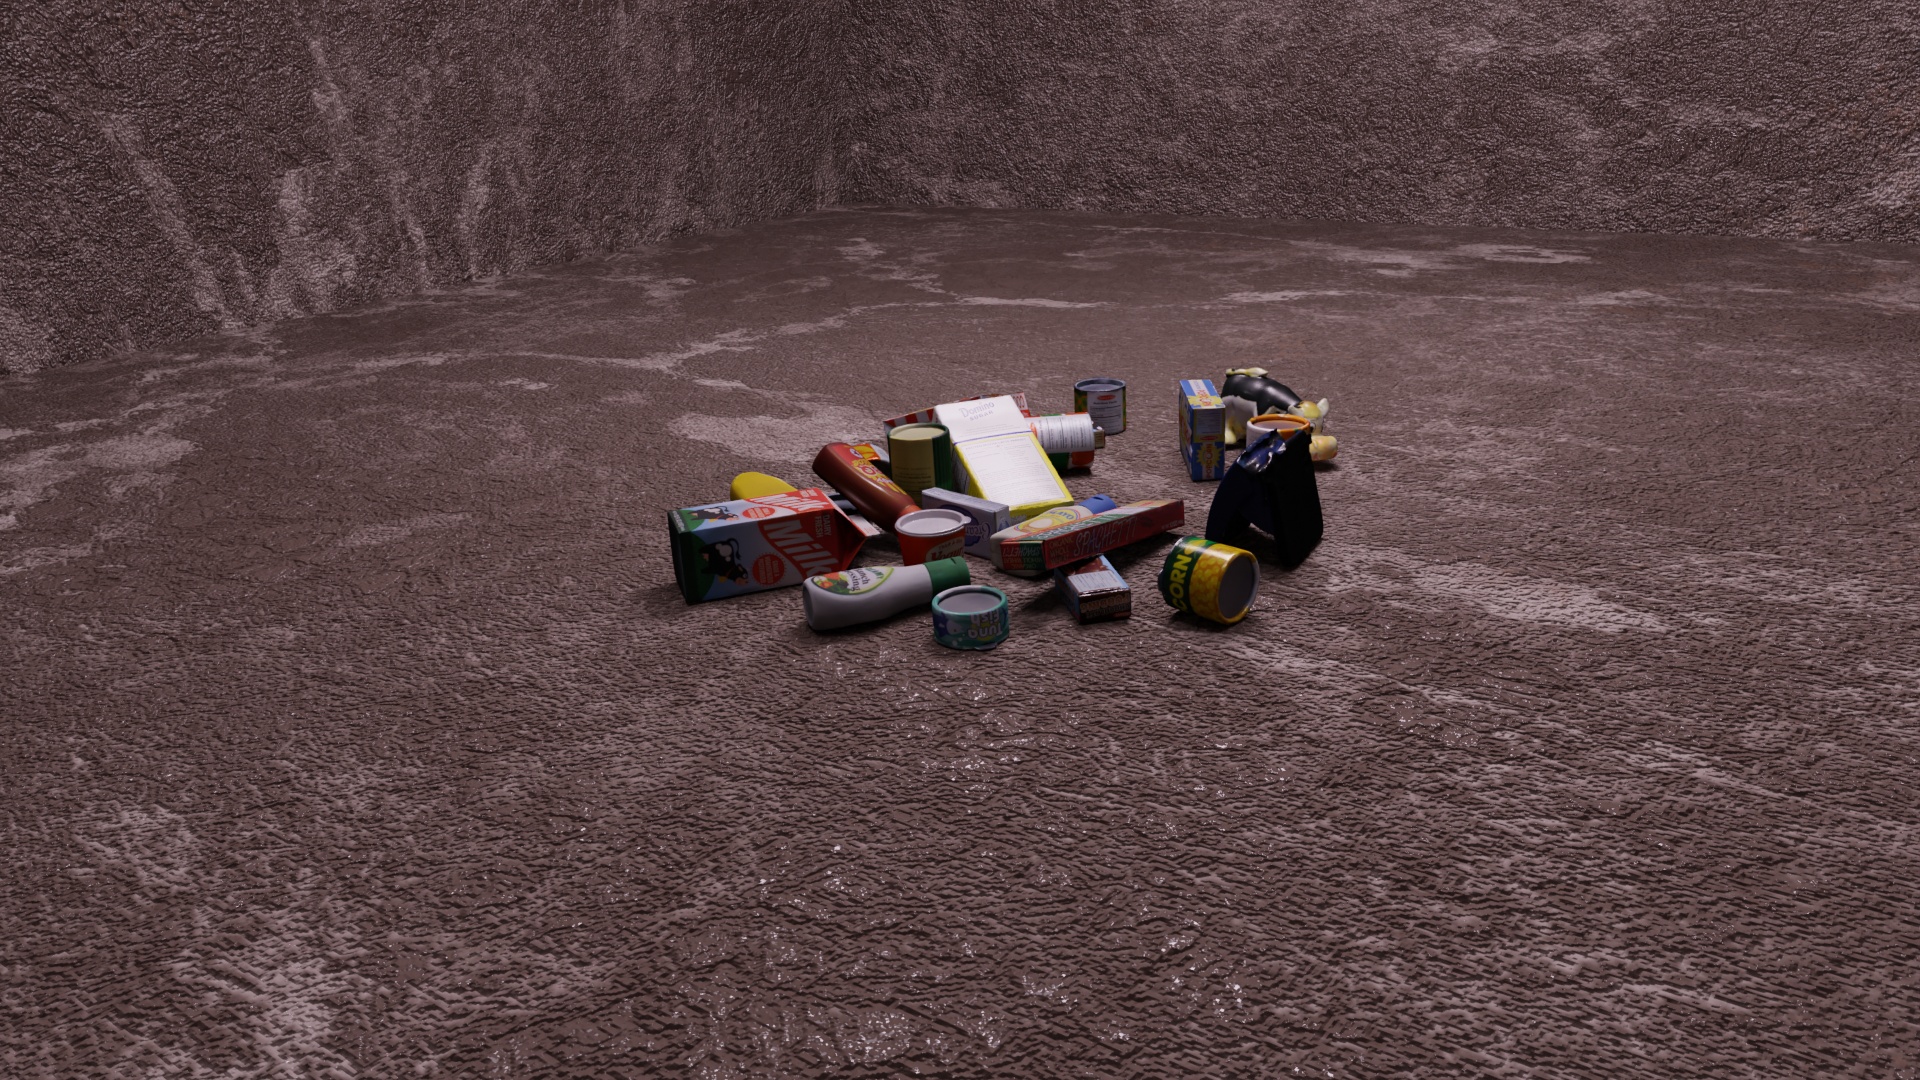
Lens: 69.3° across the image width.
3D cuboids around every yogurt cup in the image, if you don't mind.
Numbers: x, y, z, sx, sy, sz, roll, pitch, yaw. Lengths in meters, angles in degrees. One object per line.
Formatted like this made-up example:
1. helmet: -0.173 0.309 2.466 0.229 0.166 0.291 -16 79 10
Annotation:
1. yogurt cup: -0.027 0.006 1.325 0.072 0.053 0.072 -3 20 1

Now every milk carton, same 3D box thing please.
1. milk carton: -0.179 0.000 1.338 0.191 0.073 0.072 -10 21 -18

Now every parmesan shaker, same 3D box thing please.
1. parmesan shaker: -0.037 -0.065 1.445 0.071 0.102 0.071 -3 20 1

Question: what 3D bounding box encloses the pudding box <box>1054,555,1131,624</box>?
1. pudding box: 0.117 0.043 1.238 0.050 0.030 0.084 -8 21 -9

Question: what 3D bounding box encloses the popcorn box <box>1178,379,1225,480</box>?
1. popcorn box: 0.275 -0.128 1.586 0.038 0.085 0.127 -2 20 3

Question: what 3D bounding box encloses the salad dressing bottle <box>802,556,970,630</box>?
1. salad dressing bottle: -0.065 0.045 1.243 0.148 0.043 0.064 -10 23 -18

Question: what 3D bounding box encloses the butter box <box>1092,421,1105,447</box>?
1. butter box: 0.119 -0.125 1.688 0.104 0.024 0.053 -9 22 -15

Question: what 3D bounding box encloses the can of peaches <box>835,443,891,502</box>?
1. can of peaches: -0.101 -0.065 1.511 0.071 0.071 0.058 -9 22 -15

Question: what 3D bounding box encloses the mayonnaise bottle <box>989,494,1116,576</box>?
1. mayonnaise bottle: 0.097 -0.008 1.358 0.065 0.041 0.149 15 28 39

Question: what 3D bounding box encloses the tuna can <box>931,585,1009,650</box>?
1. tuna can: 0.009 0.066 1.190 0.071 0.032 0.071 -3 20 1

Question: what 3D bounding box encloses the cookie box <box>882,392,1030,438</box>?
1. cookie box: 0.000 -0.139 1.633 0.123 0.040 0.168 -13 2 20

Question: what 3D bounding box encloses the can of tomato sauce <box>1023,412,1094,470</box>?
1. can of tomato sauce: 0.108 -0.112 1.601 0.083 0.071 0.071 -5 21 -5

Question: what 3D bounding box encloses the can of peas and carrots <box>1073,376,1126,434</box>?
1. can of peas and carrots: 0.176 -0.170 1.750 0.071 0.058 0.071 -3 20 1

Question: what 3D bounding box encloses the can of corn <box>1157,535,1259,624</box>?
1. can of corn: 0.214 0.035 1.194 0.071 0.071 0.058 -22 28 -40

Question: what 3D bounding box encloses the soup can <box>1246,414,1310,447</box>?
1. soup can: 0.337 -0.086 1.467 0.071 0.083 0.071 -3 20 1

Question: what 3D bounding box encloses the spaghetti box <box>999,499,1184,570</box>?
1. spaghetti box: 0.129 -0.007 1.309 0.050 0.028 0.251 -2 9 39

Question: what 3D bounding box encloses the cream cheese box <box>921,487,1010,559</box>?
1. cream cheese box: 0.005 -0.017 1.382 0.104 0.053 0.024 16 28 41

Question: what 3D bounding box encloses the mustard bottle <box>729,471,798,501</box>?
1. mustard bottle: -0.214 -0.042 1.490 0.065 0.048 0.160 -13 22 -21

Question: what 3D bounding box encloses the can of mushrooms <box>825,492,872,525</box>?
1. can of mushrooms: -0.125 -0.024 1.449 0.071 0.033 0.071 -2 20 1

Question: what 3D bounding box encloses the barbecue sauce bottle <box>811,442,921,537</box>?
1. barbecue sauce bottle: -0.081 -0.042 1.402 0.149 0.043 0.065 40 15 25
